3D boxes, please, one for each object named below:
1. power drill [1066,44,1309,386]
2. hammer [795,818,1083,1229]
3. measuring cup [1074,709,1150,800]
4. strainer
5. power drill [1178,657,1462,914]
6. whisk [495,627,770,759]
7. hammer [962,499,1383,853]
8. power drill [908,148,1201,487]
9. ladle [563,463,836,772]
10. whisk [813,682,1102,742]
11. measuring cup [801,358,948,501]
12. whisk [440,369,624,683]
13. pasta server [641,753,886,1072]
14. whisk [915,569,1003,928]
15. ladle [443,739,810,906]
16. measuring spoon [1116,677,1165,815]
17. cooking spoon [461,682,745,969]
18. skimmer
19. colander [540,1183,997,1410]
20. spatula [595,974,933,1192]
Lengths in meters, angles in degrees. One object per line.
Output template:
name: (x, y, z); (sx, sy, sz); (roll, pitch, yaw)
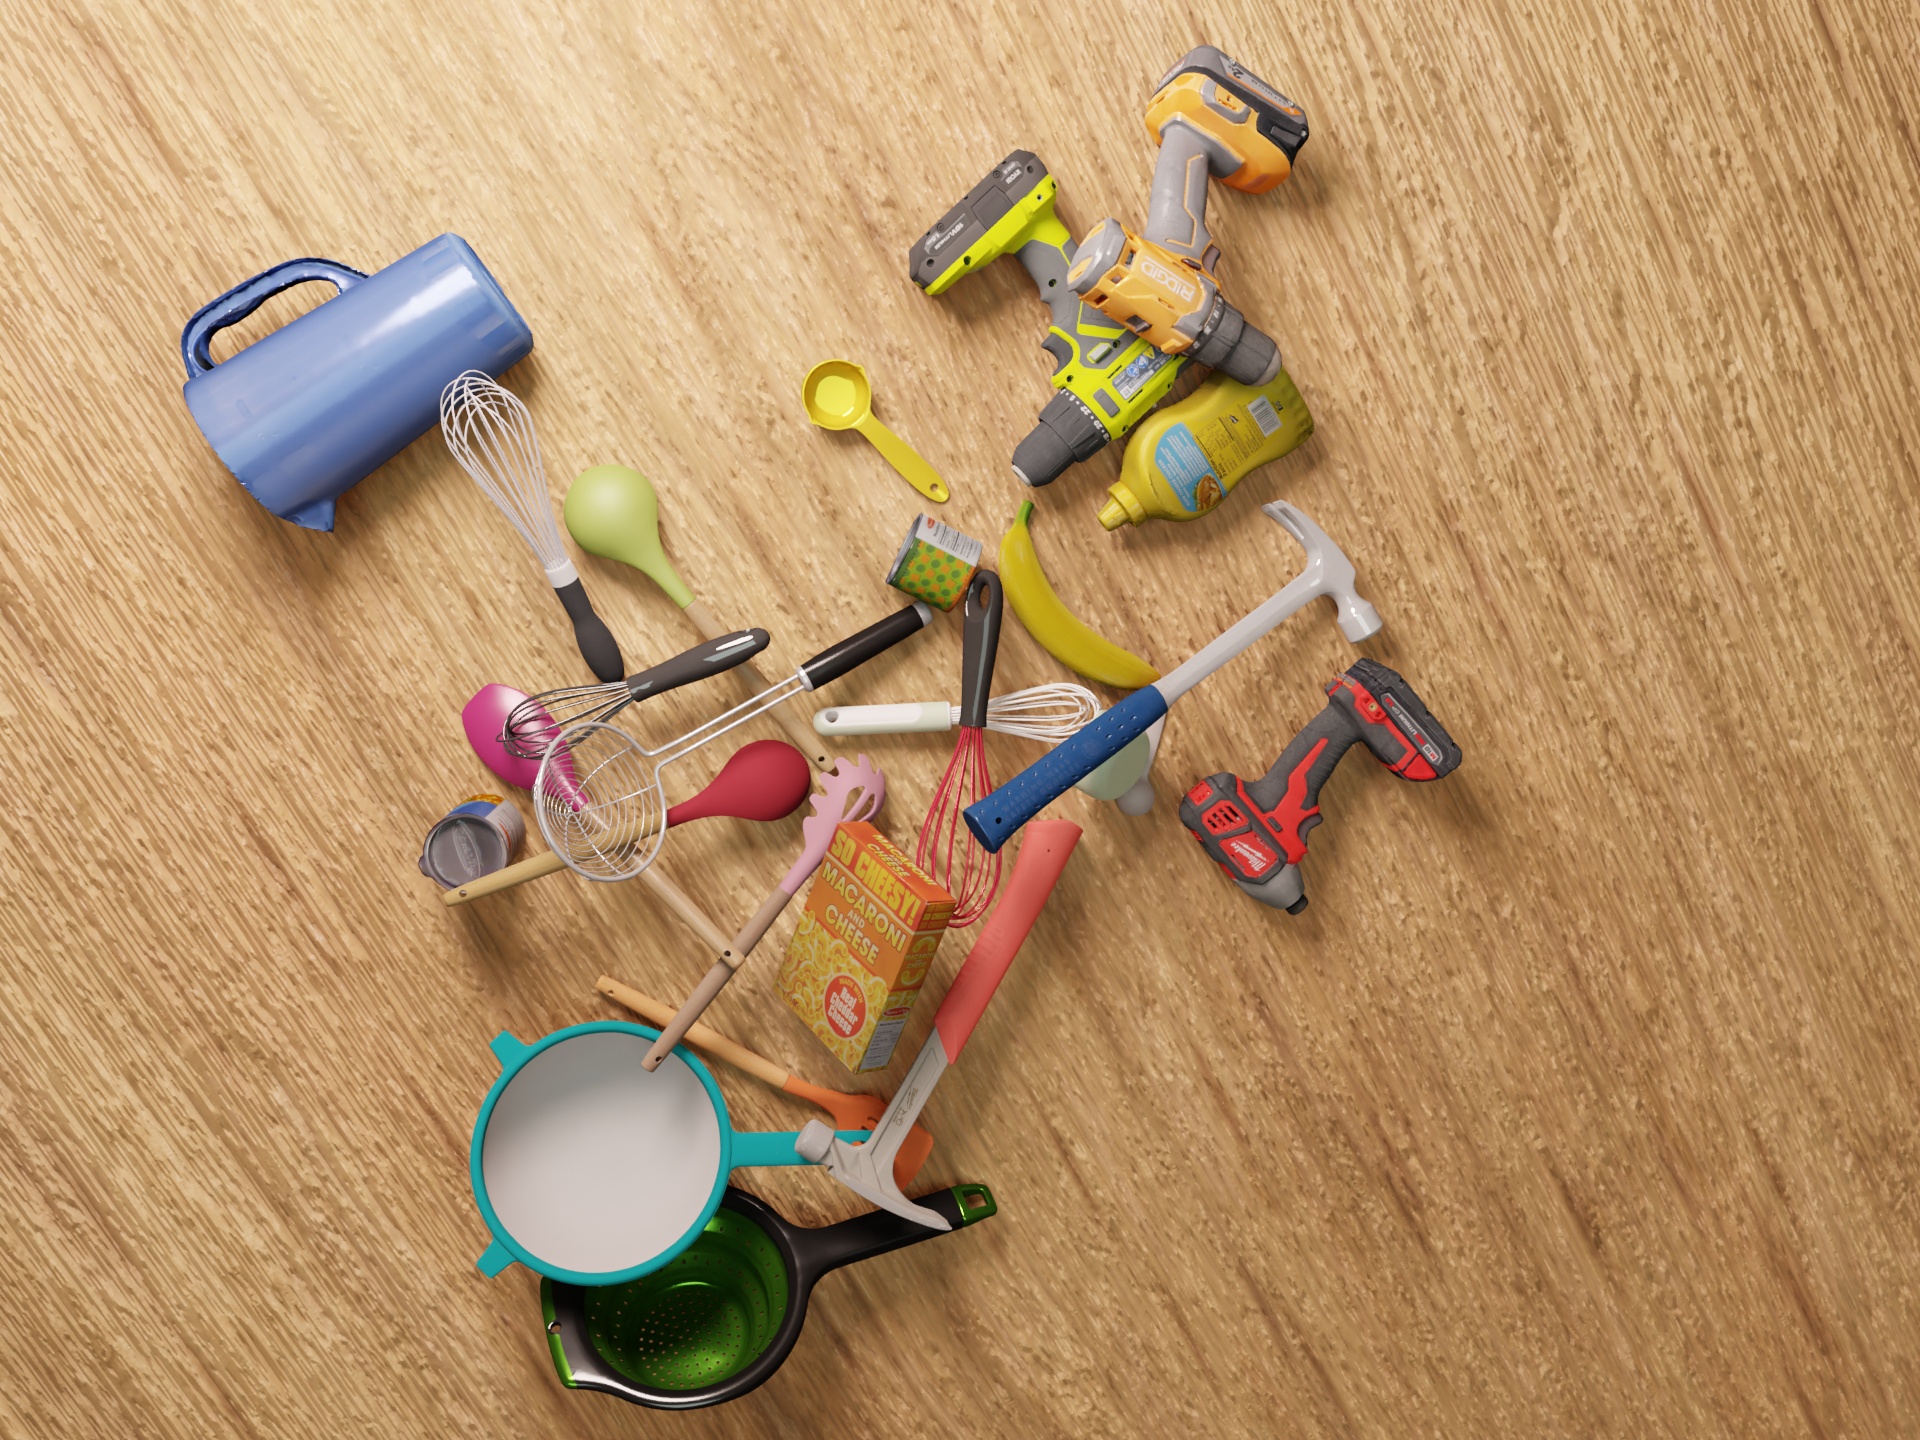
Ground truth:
power drill: (0.200, -0.387, 1.252); (0.185, 0.084, 0.226); (27, 74, -19)
hammer: (0.012, 0.246, 1.356); (0.149, 0.037, 0.359); (31, 83, -8)
measuring cup: (0.097, 0.052, 1.322); (0.167, 0.038, 0.083); (-32, 139, -36)
strainer: (-0.241, 0.366, 1.361); (0.340, 0.095, 0.211); (3, 77, -14)
power drill: (0.312, 0.061, 1.374); (0.219, 0.078, 0.143); (-40, 100, 5)
whisk: (-0.266, -0.026, 1.294); (0.239, 0.055, 0.055); (-22, 100, 2)
hammer: (0.168, -0.030, 1.310); (0.405, 0.035, 0.144); (-36, 99, -17)
power drill: (0.065, -0.322, 1.291); (0.190, 0.080, 0.228); (-43, 103, 1)
ladle: (-0.210, -0.079, 1.328); (0.078, 0.062, 0.320); (-39, 107, 1)
whisk: (-0.002, -0.004, 1.350); (0.246, 0.059, 0.058); (-3, 60, 0)
measuring cup: (-0.069, -0.238, 1.322); (0.156, 0.029, 0.062); (42, 93, -21)
whisk: (-0.330, -0.145, 1.262); (0.070, 0.070, 0.284); (-21, 122, -1)
pasta server: (-0.166, 0.163, 1.336); (0.060, 0.040, 0.316); (40, 85, -24)
whisk: (0.009, 0.024, 1.306); (0.073, 0.073, 0.296); (5, 91, -6)
ladle: (-0.266, 0.089, 1.300); (0.315, 0.031, 0.069); (-21, 86, -19)
measuring spoon: (0.163, 0.024, 1.381); (0.034, 0.018, 0.124); (11, 97, -6)
cooking spoon: (-0.294, 0.090, 1.319); (0.319, 0.017, 0.069); (44, 91, 4)
skimmer: (-0.170, 0.000, 1.274); (0.363, 0.090, 0.127); (-30, 105, -14)
colander: (-0.157, 0.492, 1.388); (0.397, 0.205, 0.094); (-12, 135, -19)
spatula: (-0.175, 0.308, 1.385); (0.322, 0.041, 0.081); (30, 112, -7)
